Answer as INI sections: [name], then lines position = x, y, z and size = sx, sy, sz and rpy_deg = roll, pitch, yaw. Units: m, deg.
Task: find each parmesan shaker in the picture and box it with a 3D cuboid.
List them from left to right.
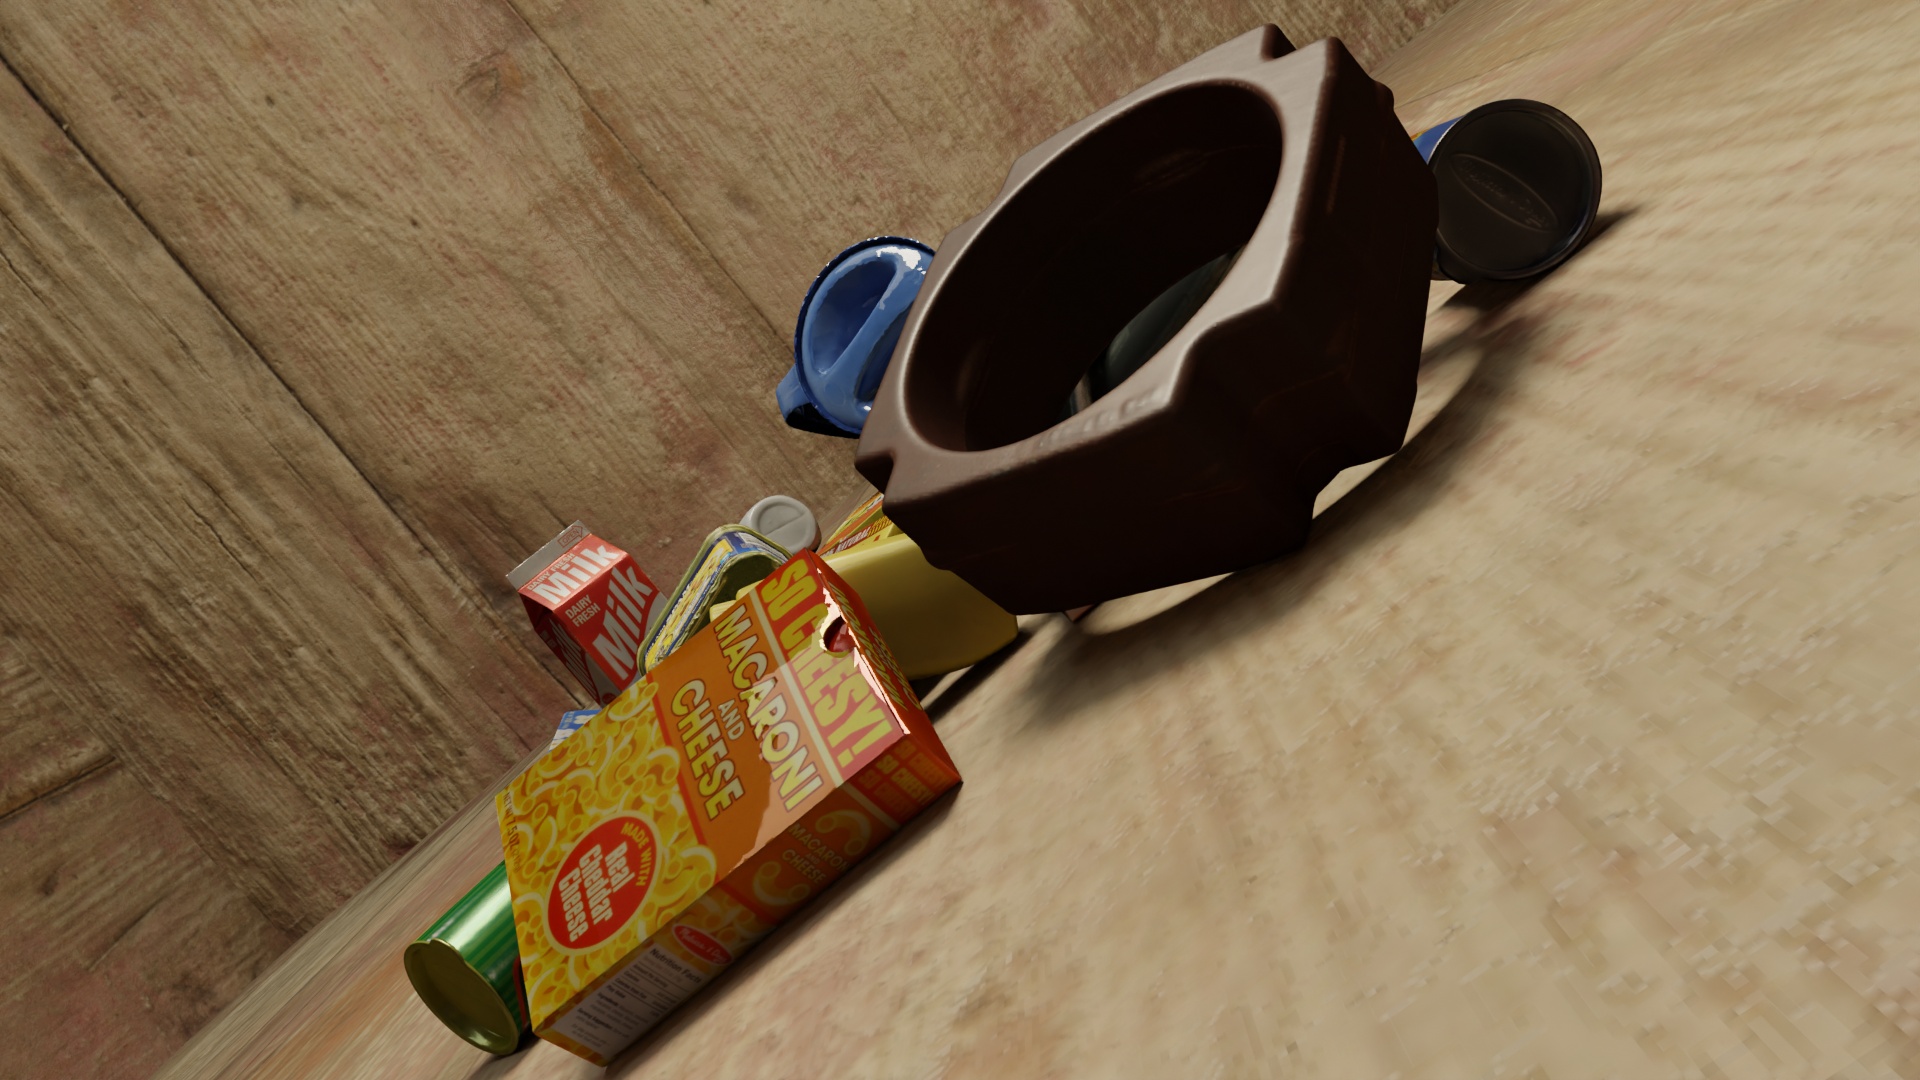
[parmesan shaker]
position = -0.197, 0.176, 0.651
size = 0.071, 0.071, 0.103
rpy_deg = -33, 9, 43

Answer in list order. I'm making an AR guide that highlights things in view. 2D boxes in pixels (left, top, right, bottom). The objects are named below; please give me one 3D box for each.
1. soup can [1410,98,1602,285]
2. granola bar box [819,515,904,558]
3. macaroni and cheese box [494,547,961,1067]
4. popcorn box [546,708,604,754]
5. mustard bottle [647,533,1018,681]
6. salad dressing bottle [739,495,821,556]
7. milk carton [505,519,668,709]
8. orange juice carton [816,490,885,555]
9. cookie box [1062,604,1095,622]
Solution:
[soup can]
position = 0.204, -0.135, 0.556
size = 0.071, 0.071, 0.084
rpy_deg = -39, 6, 7
[granola bar box]
position = -0.070, 0.058, 0.722
size = 0.165, 0.039, 0.124
rpy_deg = -26, 34, 63
[macaroni and cheese box]
position = -0.095, 0.094, 0.526
size = 0.166, 0.040, 0.124
rpy_deg = -39, 40, 3
[popcorn box]
position = -0.187, 0.131, 0.781
size = 0.085, 0.038, 0.127
rpy_deg = -2, 14, -6
[mustard bottle]
position = -0.058, 0.036, 0.612
size = 0.160, 0.065, 0.049
rpy_deg = -11, -2, -8
[salad dressing bottle]
position = -0.132, 0.024, 0.911
size = 0.064, 0.044, 0.147
rpy_deg = -32, -12, -32
[milk carton]
position = -0.246, 0.078, 1.024
size = 0.073, 0.190, 0.073
rpy_deg = -44, 8, -30
[orange juice carton]
position = -0.036, 0.005, 0.889
size = 0.073, 0.072, 0.193
rpy_deg = -38, 7, 14
[cookie box]
position = 0.093, -0.039, 0.626
size = 0.167, 0.040, 0.123
rpy_deg = -39, 7, 1
